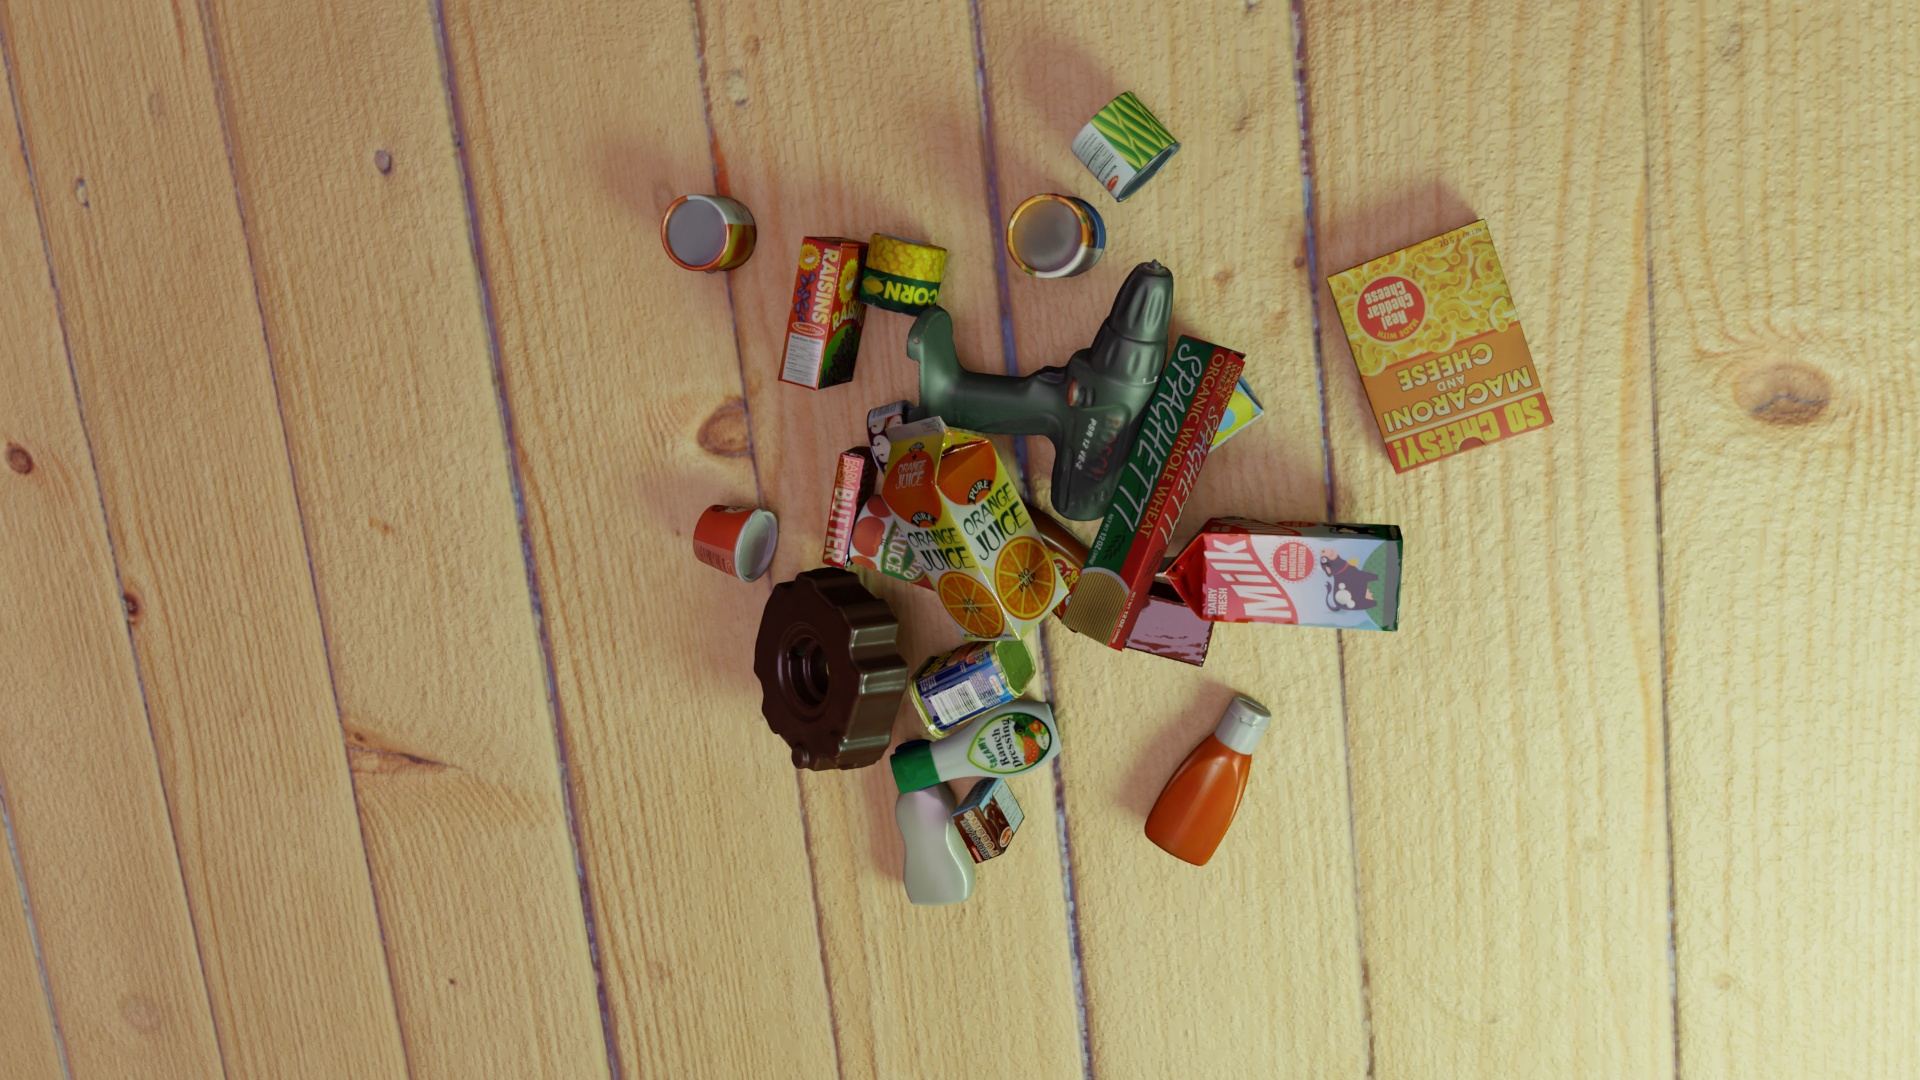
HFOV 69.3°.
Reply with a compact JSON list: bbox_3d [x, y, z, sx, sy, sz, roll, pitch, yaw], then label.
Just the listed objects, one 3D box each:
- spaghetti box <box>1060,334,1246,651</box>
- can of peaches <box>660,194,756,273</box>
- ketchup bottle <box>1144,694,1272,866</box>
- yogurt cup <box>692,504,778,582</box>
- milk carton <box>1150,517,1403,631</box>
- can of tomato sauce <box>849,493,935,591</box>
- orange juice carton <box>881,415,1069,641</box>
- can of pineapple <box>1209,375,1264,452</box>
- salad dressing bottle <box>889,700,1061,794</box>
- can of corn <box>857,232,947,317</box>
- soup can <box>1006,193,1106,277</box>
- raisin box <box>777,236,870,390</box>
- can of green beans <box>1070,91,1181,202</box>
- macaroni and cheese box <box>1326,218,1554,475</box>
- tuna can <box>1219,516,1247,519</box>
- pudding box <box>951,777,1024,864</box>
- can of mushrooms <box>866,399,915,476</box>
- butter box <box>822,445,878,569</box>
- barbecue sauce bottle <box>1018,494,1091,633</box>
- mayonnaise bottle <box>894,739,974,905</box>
[{"bbox_3d":[0.149,-0.038,1.080,0.050,0.029,0.249,25,95,36],"label":"spaghetti box"},{"bbox_3d":[-0.220,-0.266,1.211,0.071,0.058,0.071,3,101,14],"label":"can of peaches"},{"bbox_3d":[0.217,0.203,1.190,0.065,0.044,0.148,28,106,8],"label":"ketchup bottle"},{"bbox_3d":[-0.205,0.000,1.257,0.054,0.072,0.072,15,105,20],"label":"yogurt cup"},{"bbox_3d":[0.247,0.024,1.095,0.190,0.072,0.073,3,101,15],"label":"milk carton"},{"bbox_3d":[-0.047,0.002,1.209,0.083,0.071,0.071,19,105,12],"label":"can of tomato sauce"},{"bbox_3d":[0.004,-0.014,1.134,0.071,0.073,0.192,-6,119,49],"label":"orange juice carton"},{"bbox_3d":[0.202,-0.113,1.120,0.057,0.071,0.071,-36,90,18],"label":"can of pineapple"},{"bbox_3d":[0.013,0.185,1.221,0.148,0.044,0.064,-18,94,1],"label":"salad dressing bottle"},{"bbox_3d":[-0.047,-0.222,1.166,0.071,0.071,0.058,16,104,12],"label":"can of corn"},{"bbox_3d":[0.076,-0.248,1.120,0.071,0.084,0.071,3,101,15],"label":"soup can"},{"bbox_3d":[-0.112,-0.194,1.181,0.040,0.086,0.123,15,104,14],"label":"raisin box"},{"bbox_3d":[0.130,-0.312,1.102,0.071,0.071,0.058,-42,87,19],"label":"can of green beans"},{"bbox_3d":[0.371,-0.149,1.081,0.123,0.040,0.166,-19,95,19],"label":"macaroni and cheese box"},{"bbox_3d":[0.227,0.016,1.156,0.071,0.033,0.071,3,101,15],"label":"tuna can"},{"bbox_3d":[0.025,0.245,1.229,0.030,0.084,0.049,-27,93,19],"label":"pudding box"},{"bbox_3d":[-0.051,-0.084,1.196,0.033,0.071,0.071,-16,96,17],"label":"can of mushrooms"},{"bbox_3d":[-0.096,-0.030,1.226,0.024,0.053,0.103,13,104,11],"label":"butter box"},{"bbox_3d":[0.070,0.007,1.191,0.148,0.044,0.064,47,129,3],"label":"barbecue sauce bottle"},{"bbox_3d":[-0.029,0.258,1.270,0.065,0.041,0.148,-8,97,15],"label":"mayonnaise bottle"}]
